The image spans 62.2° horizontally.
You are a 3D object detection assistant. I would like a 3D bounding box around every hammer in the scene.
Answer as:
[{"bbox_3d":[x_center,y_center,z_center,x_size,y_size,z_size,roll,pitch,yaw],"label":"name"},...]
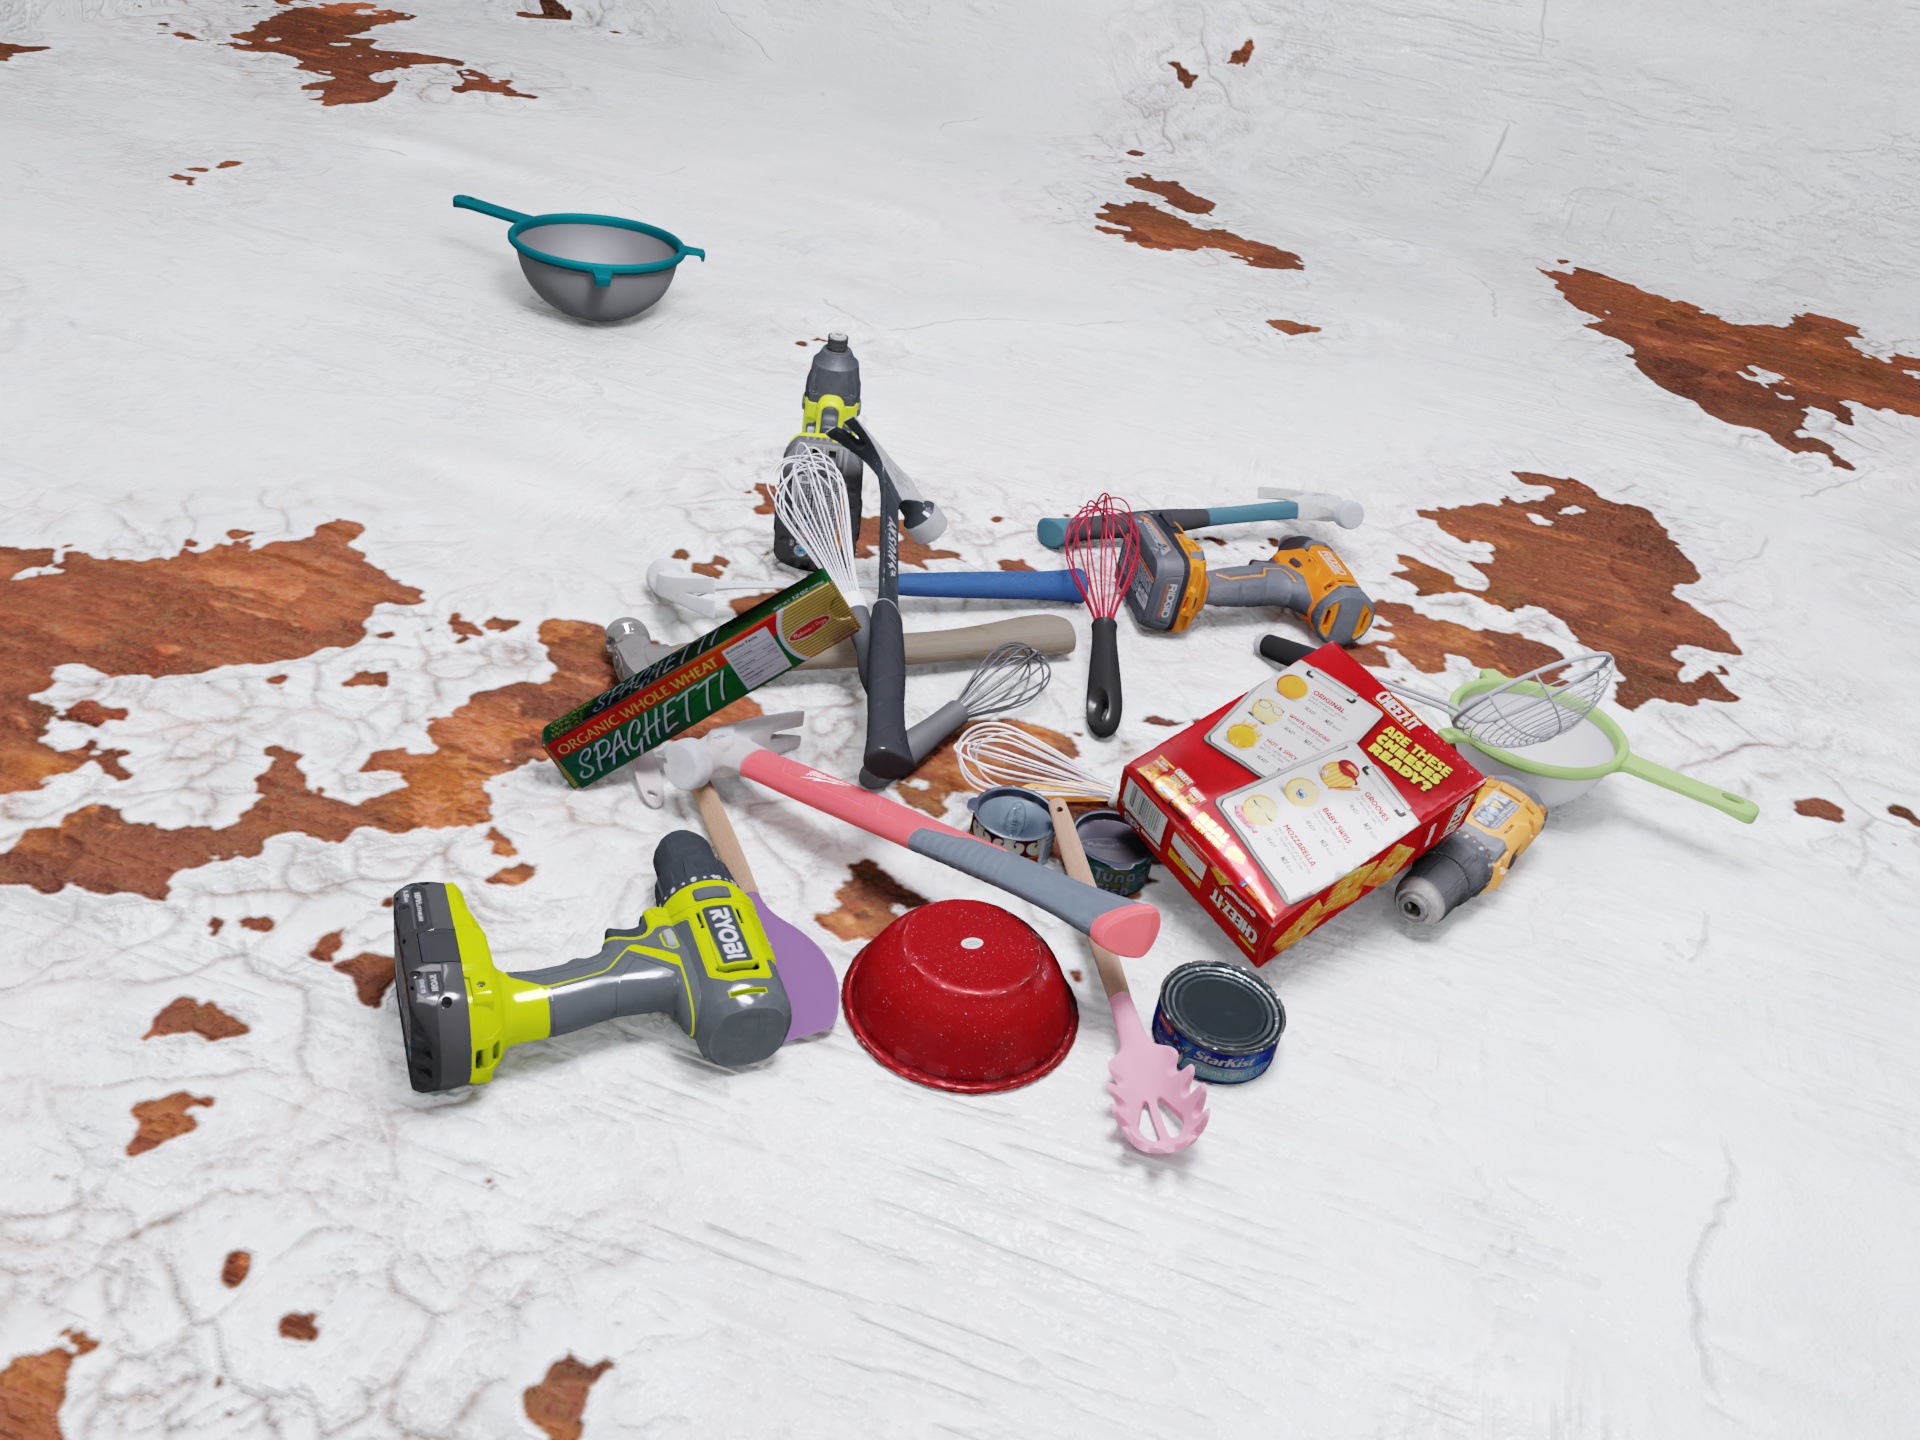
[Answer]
[{"bbox_3d":[-0.024,0.075,1.132,0.386,0.038,0.143,21,22,30],"label":"hammer"},{"bbox_3d":[0.242,-0.210,1.656,0.331,0.033,0.128,-7,18,-15],"label":"hammer"},{"bbox_3d":[-0.085,-0.055,1.360,0.410,0.038,0.146,-5,28,-23],"label":"hammer"},{"bbox_3d":[-0.071,-0.122,1.449,0.405,0.035,0.144,-2,13,-22],"label":"hammer"},{"bbox_3d":[-0.060,-0.100,1.282,0.036,0.149,0.409,-27,35,19],"label":"hammer"}]

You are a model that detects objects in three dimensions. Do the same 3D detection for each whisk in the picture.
[{"bbox_3d":[0.113,0.054,1.250,0.246,0.057,0.059,16,14,-2],"label":"whisk"},{"bbox_3d":[-0.002,-0.003,1.316,0.055,0.055,0.239,29,44,26],"label":"whisk"},{"bbox_3d":[-0.100,-0.120,1.339,0.070,0.070,0.285,-8,58,-23],"label":"whisk"},{"bbox_3d":[0.129,-0.099,1.437,0.073,0.073,0.296,7,49,-4],"label":"whisk"}]

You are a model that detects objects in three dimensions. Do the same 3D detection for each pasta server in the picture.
[{"bbox_3d":[0.101,0.162,1.077,0.060,0.040,0.317,-12,44,-4],"label":"pasta server"}]

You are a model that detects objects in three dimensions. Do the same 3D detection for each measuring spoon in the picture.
[{"bbox_3d":[-0.251,0.028,1.237,0.034,0.018,0.124,8,38,-31],"label":"measuring spoon"},{"bbox_3d":[0.104,0.061,1.277,0.117,0.011,0.021,2,48,-5],"label":"measuring spoon"}]

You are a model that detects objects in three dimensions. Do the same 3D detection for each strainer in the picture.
[{"bbox_3d":[0.529,0.048,1.340,0.256,0.069,0.151,24,35,22],"label":"strainer"},{"bbox_3d":[-0.498,-0.567,1.966,0.340,0.095,0.211,23,34,22],"label":"strainer"}]

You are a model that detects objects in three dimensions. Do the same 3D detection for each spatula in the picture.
[{"bbox_3d":[-0.155,0.110,1.134,0.059,0.018,0.316,-14,41,-19],"label":"spatula"}]

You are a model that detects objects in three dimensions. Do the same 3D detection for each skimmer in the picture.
[{"bbox_3d":[0.377,-0.054,1.344,0.127,0.090,0.364,-11,21,-29],"label":"skimmer"}]

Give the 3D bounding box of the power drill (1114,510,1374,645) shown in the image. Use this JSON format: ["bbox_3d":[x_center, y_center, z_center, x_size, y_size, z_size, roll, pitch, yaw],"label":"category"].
[{"bbox_3d":[0.272,-0.144,1.554,0.226,0.084,0.164,4,33,-14],"label":"power drill"}]

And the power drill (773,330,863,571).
[{"bbox_3d":[-0.131,-0.261,1.547,0.080,0.171,0.223,6,38,-5],"label":"power drill"}]

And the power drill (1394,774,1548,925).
[{"bbox_3d":[0.332,0.064,1.268,0.226,0.084,0.185,34,43,25],"label":"power drill"}]

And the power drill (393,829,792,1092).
[{"bbox_3d":[-0.237,0.146,1.014,0.228,0.080,0.191,-4,37,-24],"label":"power drill"}]
